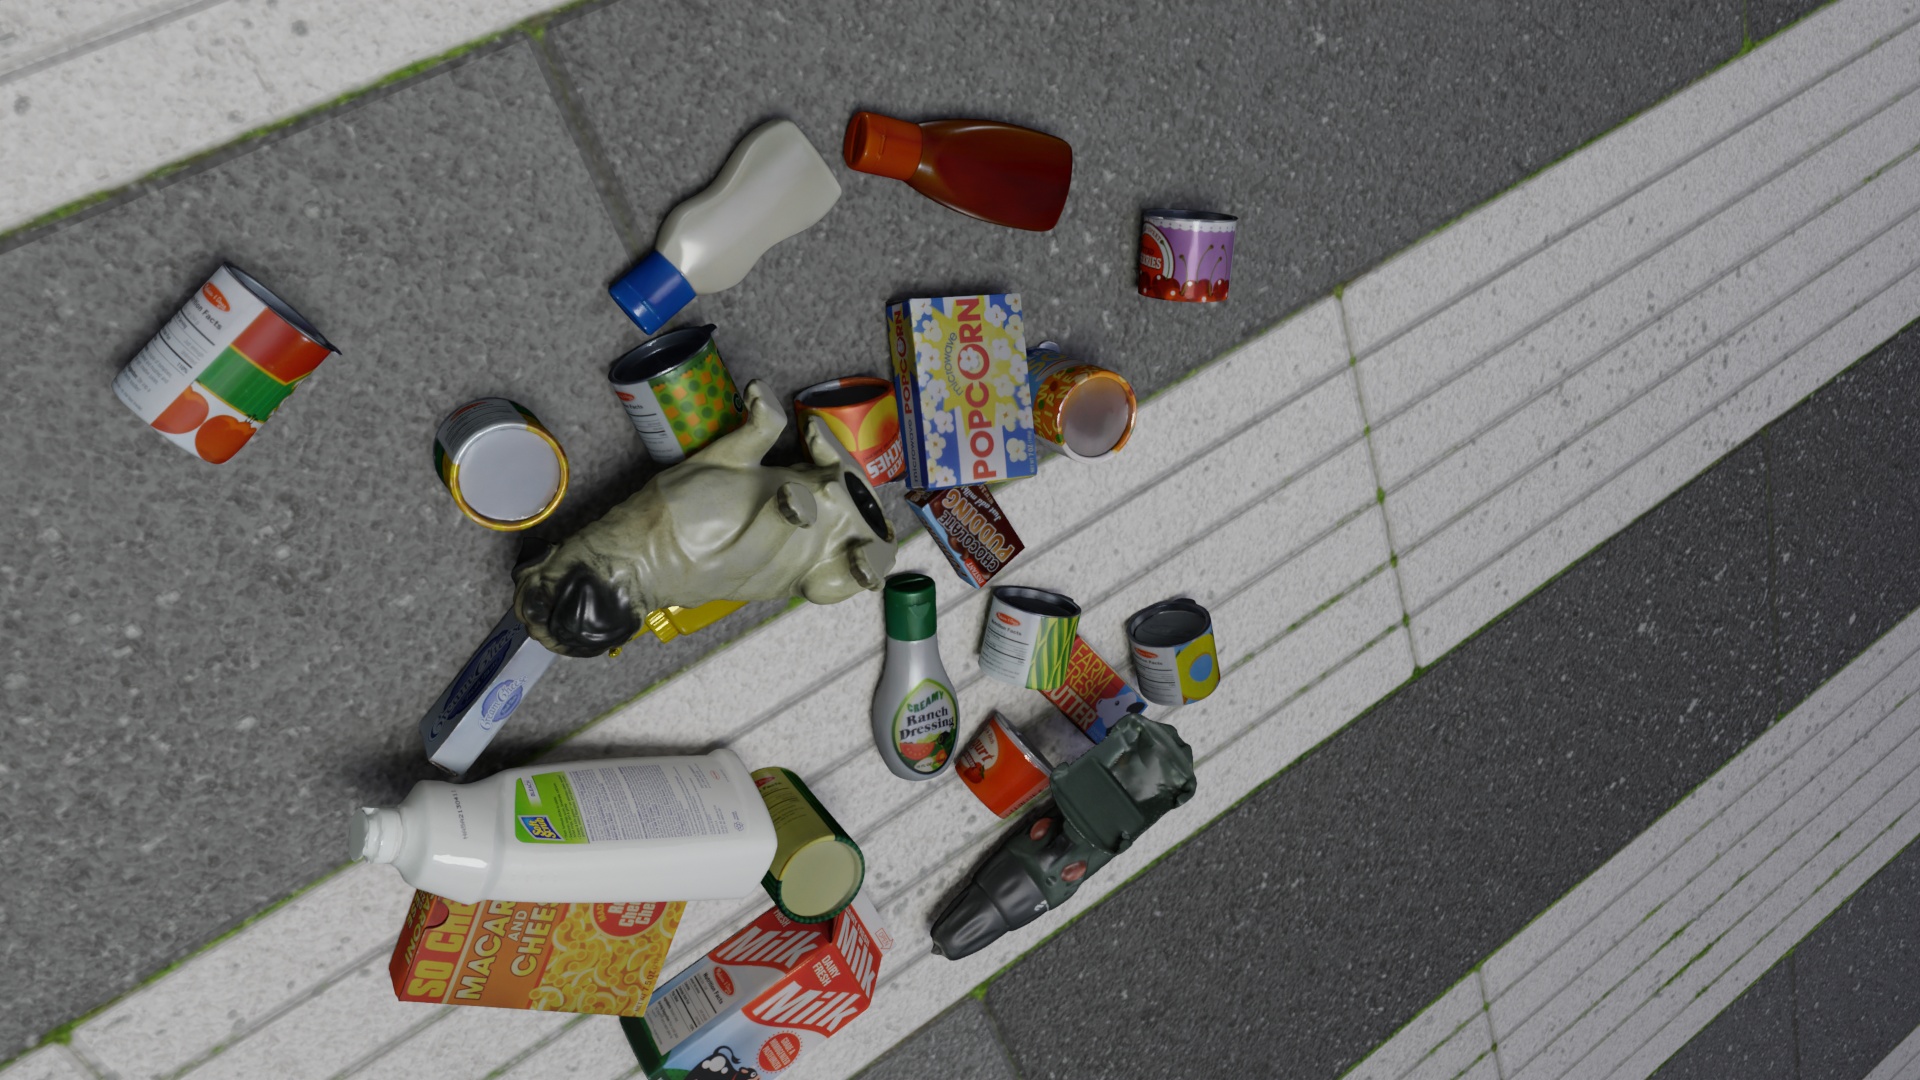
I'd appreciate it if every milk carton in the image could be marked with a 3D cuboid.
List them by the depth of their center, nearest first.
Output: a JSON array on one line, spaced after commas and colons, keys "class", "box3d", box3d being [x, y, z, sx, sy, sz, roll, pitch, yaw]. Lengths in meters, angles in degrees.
[{"class": "milk carton", "box3d": [-0.137, 0.326, 0.996, 0.191, 0.073, 0.072, -34, 121, -16]}]

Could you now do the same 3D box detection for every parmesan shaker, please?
[{"class": "parmesan shaker", "box3d": [-0.117, 0.209, 0.948, 0.071, 0.103, 0.071, -11, 113, -27]}]

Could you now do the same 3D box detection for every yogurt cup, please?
[{"class": "yogurt cup", "box3d": [0.033, 0.172, 1.046, 0.054, 0.072, 0.072, -44, 123, 0]}]

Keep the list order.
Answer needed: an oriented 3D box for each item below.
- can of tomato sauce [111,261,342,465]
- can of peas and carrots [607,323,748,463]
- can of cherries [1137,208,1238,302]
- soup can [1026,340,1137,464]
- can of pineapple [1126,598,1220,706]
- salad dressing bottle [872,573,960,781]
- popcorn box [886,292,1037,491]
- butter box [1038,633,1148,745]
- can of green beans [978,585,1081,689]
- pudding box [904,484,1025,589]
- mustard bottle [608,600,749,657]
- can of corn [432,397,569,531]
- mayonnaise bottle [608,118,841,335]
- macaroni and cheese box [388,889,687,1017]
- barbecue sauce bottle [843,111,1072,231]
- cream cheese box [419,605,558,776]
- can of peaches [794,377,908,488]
[{"class": "can of tomato sauce", "box3d": [-0.377, -0.089, 0.716, 0.083, 0.071, 0.071, -49, 124, -5]}, {"class": "can of peas and carrots", "box3d": [-0.167, -0.089, 0.837, 0.071, 0.071, 0.058, -32, 121, -16]}, {"class": "can of cherries", "box3d": [0.158, -0.202, 0.985, 0.072, 0.071, 0.058, -8, 112, -28]}, {"class": "soup can", "box3d": [0.073, -0.097, 0.961, 0.071, 0.084, 0.071, -10, 112, -27]}, {"class": "can of pineapple", "box3d": [0.169, 0.088, 1.093, 0.071, 0.071, 0.057, -25, 118, -20]}, {"class": "salad dressing bottle", "box3d": [-0.033, 0.098, 0.993, 0.064, 0.044, 0.147, -13, 113, -25]}, {"class": "popcorn box", "box3d": [0.001, -0.100, 0.927, 0.085, 0.038, 0.126, -8, 95, -27]}, {"class": "butter box", "box3d": [0.099, 0.117, 1.088, 0.053, 0.024, 0.103, -50, 124, -6]}, {"class": "can of green beans", "box3d": [0.050, 0.071, 1.018, 0.071, 0.071, 0.057, 4, 106, -31]}, {"class": "pudding box", "box3d": [0.004, -0.012, 0.983, 0.050, 0.030, 0.083, -41, 122, -11]}, {"class": "mustard bottle", "box3d": [-0.162, 0.020, 0.888, 0.160, 0.049, 0.065, -38, 116, -13]}, {"class": "can of corn", "box3d": [-0.263, -0.042, 0.802, 0.071, 0.058, 0.071, -10, 112, -26]}, {"class": "mayonnaise bottle", "box3d": [-0.144, -0.185, 0.832, 0.148, 0.041, 0.064, -43, 121, -9]}, {"class": "macaroni and cheese box", "box3d": [-0.268, 0.244, 0.911, 0.166, 0.040, 0.123, 17, 97, -33]}, {"class": "barbecue sauce bottle", "box3d": [-0.001, -0.242, 0.892, 0.149, 0.044, 0.064, 4, 105, -30]}, {"class": "cream cheese box", "box3d": [-0.283, 0.087, 0.839, 0.024, 0.053, 0.104, 40, 85, -32]}, {"class": "can of peaches", "box3d": [-0.069, -0.069, 0.897, 0.071, 0.071, 0.057, -18, 114, -24]}]
